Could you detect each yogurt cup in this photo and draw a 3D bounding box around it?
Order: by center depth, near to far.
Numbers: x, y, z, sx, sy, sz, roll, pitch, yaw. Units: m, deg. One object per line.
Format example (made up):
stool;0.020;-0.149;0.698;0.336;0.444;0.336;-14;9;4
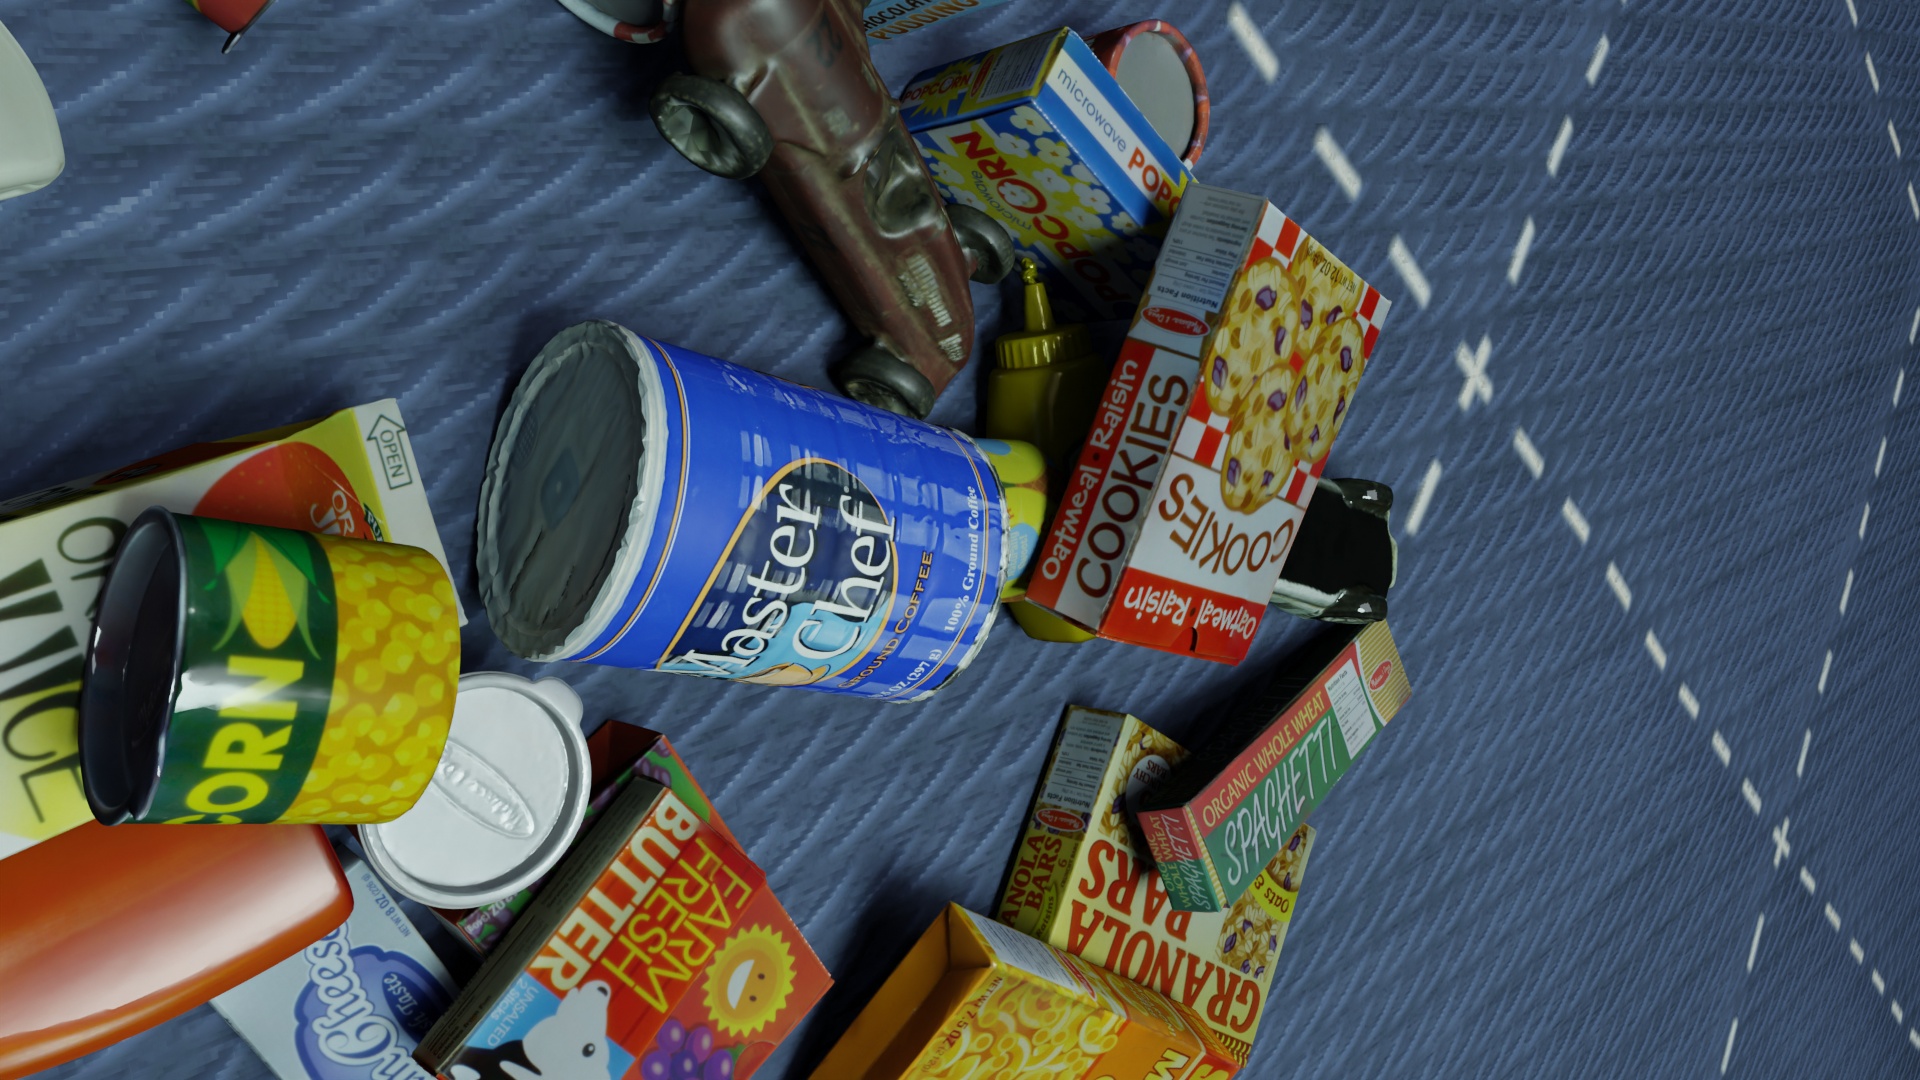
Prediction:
yogurt cup;-0.153;0.070;0.415;0.072;0.054;0.072;-3;95;-41

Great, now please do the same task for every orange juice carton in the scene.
orange juice carton;-0.220;0.026;0.341;0.193;0.073;0.071;-26;110;-38

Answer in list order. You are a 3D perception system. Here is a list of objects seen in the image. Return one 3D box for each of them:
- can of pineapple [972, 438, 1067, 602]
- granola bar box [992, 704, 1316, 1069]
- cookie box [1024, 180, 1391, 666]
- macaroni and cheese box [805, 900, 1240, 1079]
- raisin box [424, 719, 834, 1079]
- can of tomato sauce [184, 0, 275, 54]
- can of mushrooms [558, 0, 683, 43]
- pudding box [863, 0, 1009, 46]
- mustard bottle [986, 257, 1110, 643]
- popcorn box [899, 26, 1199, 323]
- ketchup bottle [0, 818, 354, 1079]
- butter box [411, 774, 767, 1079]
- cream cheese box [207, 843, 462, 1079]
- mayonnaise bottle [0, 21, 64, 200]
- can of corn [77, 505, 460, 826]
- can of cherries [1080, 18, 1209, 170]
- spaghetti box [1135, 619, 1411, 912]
can of pineapple;0.002;-0.007;0.538;0.058;0.071;0.071;-2;94;-42
granola bar box;0.092;0.164;0.648;0.165;0.039;0.124;34;70;-38
cookie box;0.102;-0.038;0.548;0.123;0.040;0.167;15;97;-52
macaroni and cheese box;0.021;0.225;0.558;0.166;0.040;0.123;35;96;-38
raisin box;-0.108;0.135;0.469;0.086;0.040;0.123;-44;120;-32
can of tomato sauce;-0.203;-0.179;0.349;0.083;0.071;0.071;36;69;-36
can of mushrooms;-0.107;-0.191;0.430;0.071;0.071;0.033;46;65;-33
pudding box;-0.017;-0.213;0.499;0.030;0.083;0.049;5;89;-42
mustard bottle;0.041;-0.039;0.584;0.065;0.049;0.159;-22;107;-40
popcorn box;0.043;-0.140;0.555;0.126;0.085;0.038;39;68;-36
ketchup bottle;-0.236;0.104;0.345;0.149;0.043;0.065;-27;76;-32
butter box;-0.109;0.128;0.424;0.104;0.024;0.053;-53;123;-26
cream cheese box;-0.177;0.148;0.418;0.053;0.024;0.103;-40;117;-31
mayonnaise bottle;-0.267;-0.146;0.312;0.065;0.041;0.147;-31;111;-38
can of corn;-0.151;0.031;0.306;0.058;0.071;0.071;12;85;-44
can of cherries;0.063;-0.184;0.589;0.071;0.058;0.071;-4;96;-41
spaghetti box;0.159;0.098;0.669;0.251;0.028;0.050;-26;96;-51
